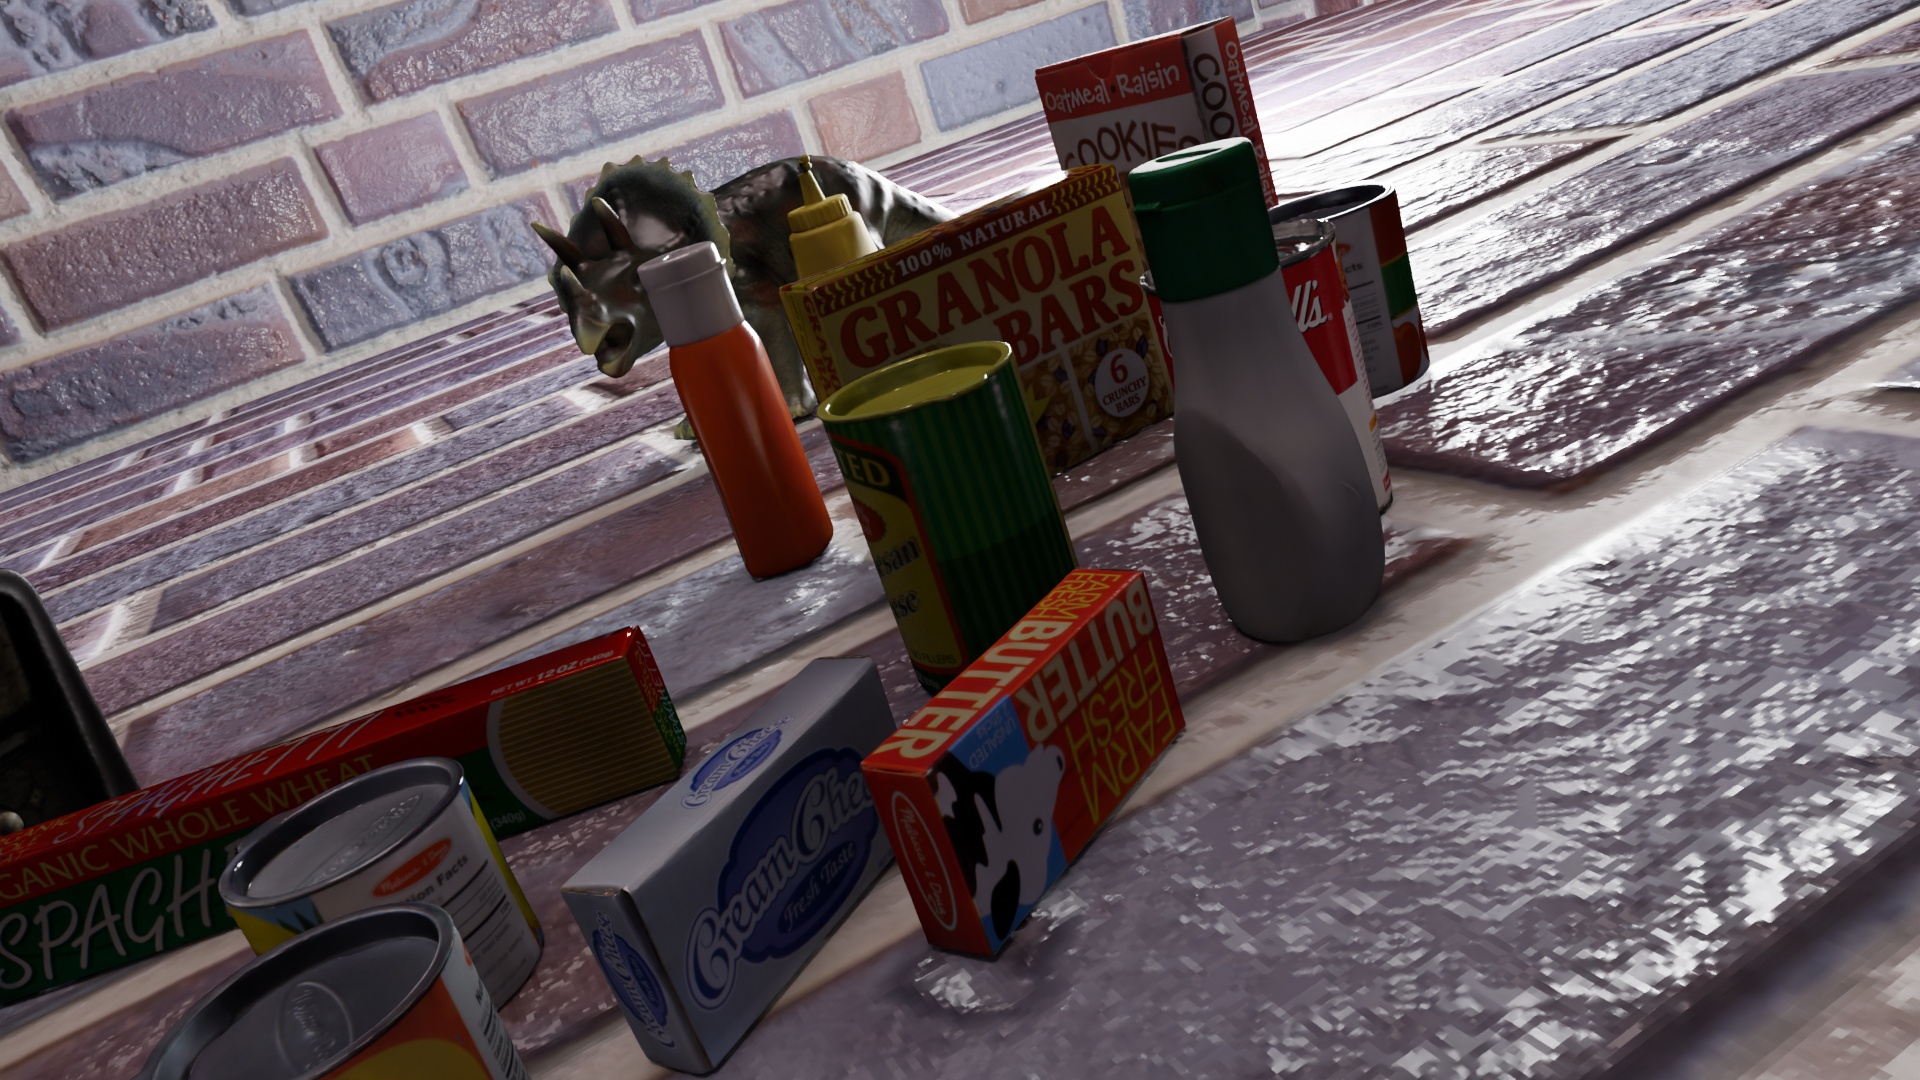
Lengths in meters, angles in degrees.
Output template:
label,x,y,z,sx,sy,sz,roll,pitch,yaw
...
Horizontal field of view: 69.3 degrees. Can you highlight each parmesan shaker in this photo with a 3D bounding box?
label,x,y,z,sx,sy,sz,roll,pitch,yaw
parmesan shaker,0.002,-0.006,0.460,0.071,0.102,0.071,-17,19,6

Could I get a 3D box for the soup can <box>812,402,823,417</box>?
label,x,y,z,sx,sy,sz,roll,pitch,yaw
soup can,-0.012,-0.023,0.547,0.071,0.083,0.071,-17,19,6

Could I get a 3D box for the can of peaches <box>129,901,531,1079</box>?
label,x,y,z,sx,sy,sz,roll,pitch,yaw
can of peaches,-0.132,0.123,0.300,0.071,0.058,0.071,-17,19,6

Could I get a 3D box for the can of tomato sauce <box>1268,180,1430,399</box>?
label,x,y,z,sx,sy,sz,roll,pitch,yaw
can of tomato sauce,0.169,-0.110,0.620,0.071,0.083,0.071,-17,19,6

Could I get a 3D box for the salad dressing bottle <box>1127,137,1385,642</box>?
label,x,y,z,sx,sy,sz,roll,pitch,yaw
salad dressing bottle,0.087,-0.043,0.416,0.044,0.147,0.064,-27,20,-23

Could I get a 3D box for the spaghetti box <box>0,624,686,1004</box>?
label,x,y,z,sx,sy,sz,roll,pitch,yaw
spaghetti box,-0.220,0.094,0.473,0.250,0.050,0.029,-19,19,0

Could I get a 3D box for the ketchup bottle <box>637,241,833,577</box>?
label,x,y,z,sx,sy,sz,roll,pitch,yaw
ketchup bottle,-0.102,-0.060,0.635,0.043,0.148,0.065,-17,19,6

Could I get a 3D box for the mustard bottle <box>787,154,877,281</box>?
label,x,y,z,sx,sy,sz,roll,pitch,yaw
mustard bottle,-0.074,-0.165,0.878,0.049,0.159,0.065,-11,20,22

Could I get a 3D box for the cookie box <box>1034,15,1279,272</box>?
label,x,y,z,sx,sy,sz,roll,pitch,yaw
cookie box,0.111,-0.182,0.742,0.040,0.167,0.123,-29,21,-26

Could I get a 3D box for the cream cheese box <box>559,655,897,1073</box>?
label,x,y,z,sx,sy,sz,roll,pitch,yaw
cream cheese box,-0.049,0.078,0.354,0.024,0.053,0.104,-5,23,35

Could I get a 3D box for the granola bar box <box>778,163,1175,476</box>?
label,x,y,z,sx,sy,sz,roll,pitch,yaw
granola bar box,0.014,-0.086,0.635,0.166,0.123,0.039,-28,21,-25

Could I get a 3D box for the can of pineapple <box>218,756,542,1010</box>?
label,x,y,z,sx,sy,sz,roll,pitch,yaw
can of pineapple,-0.158,0.101,0.383,0.071,0.057,0.071,-17,19,6

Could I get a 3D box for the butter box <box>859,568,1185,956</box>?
label,x,y,z,sx,sy,sz,roll,pitch,yaw
butter box,0.020,0.053,0.359,0.024,0.053,0.104,-3,25,40
